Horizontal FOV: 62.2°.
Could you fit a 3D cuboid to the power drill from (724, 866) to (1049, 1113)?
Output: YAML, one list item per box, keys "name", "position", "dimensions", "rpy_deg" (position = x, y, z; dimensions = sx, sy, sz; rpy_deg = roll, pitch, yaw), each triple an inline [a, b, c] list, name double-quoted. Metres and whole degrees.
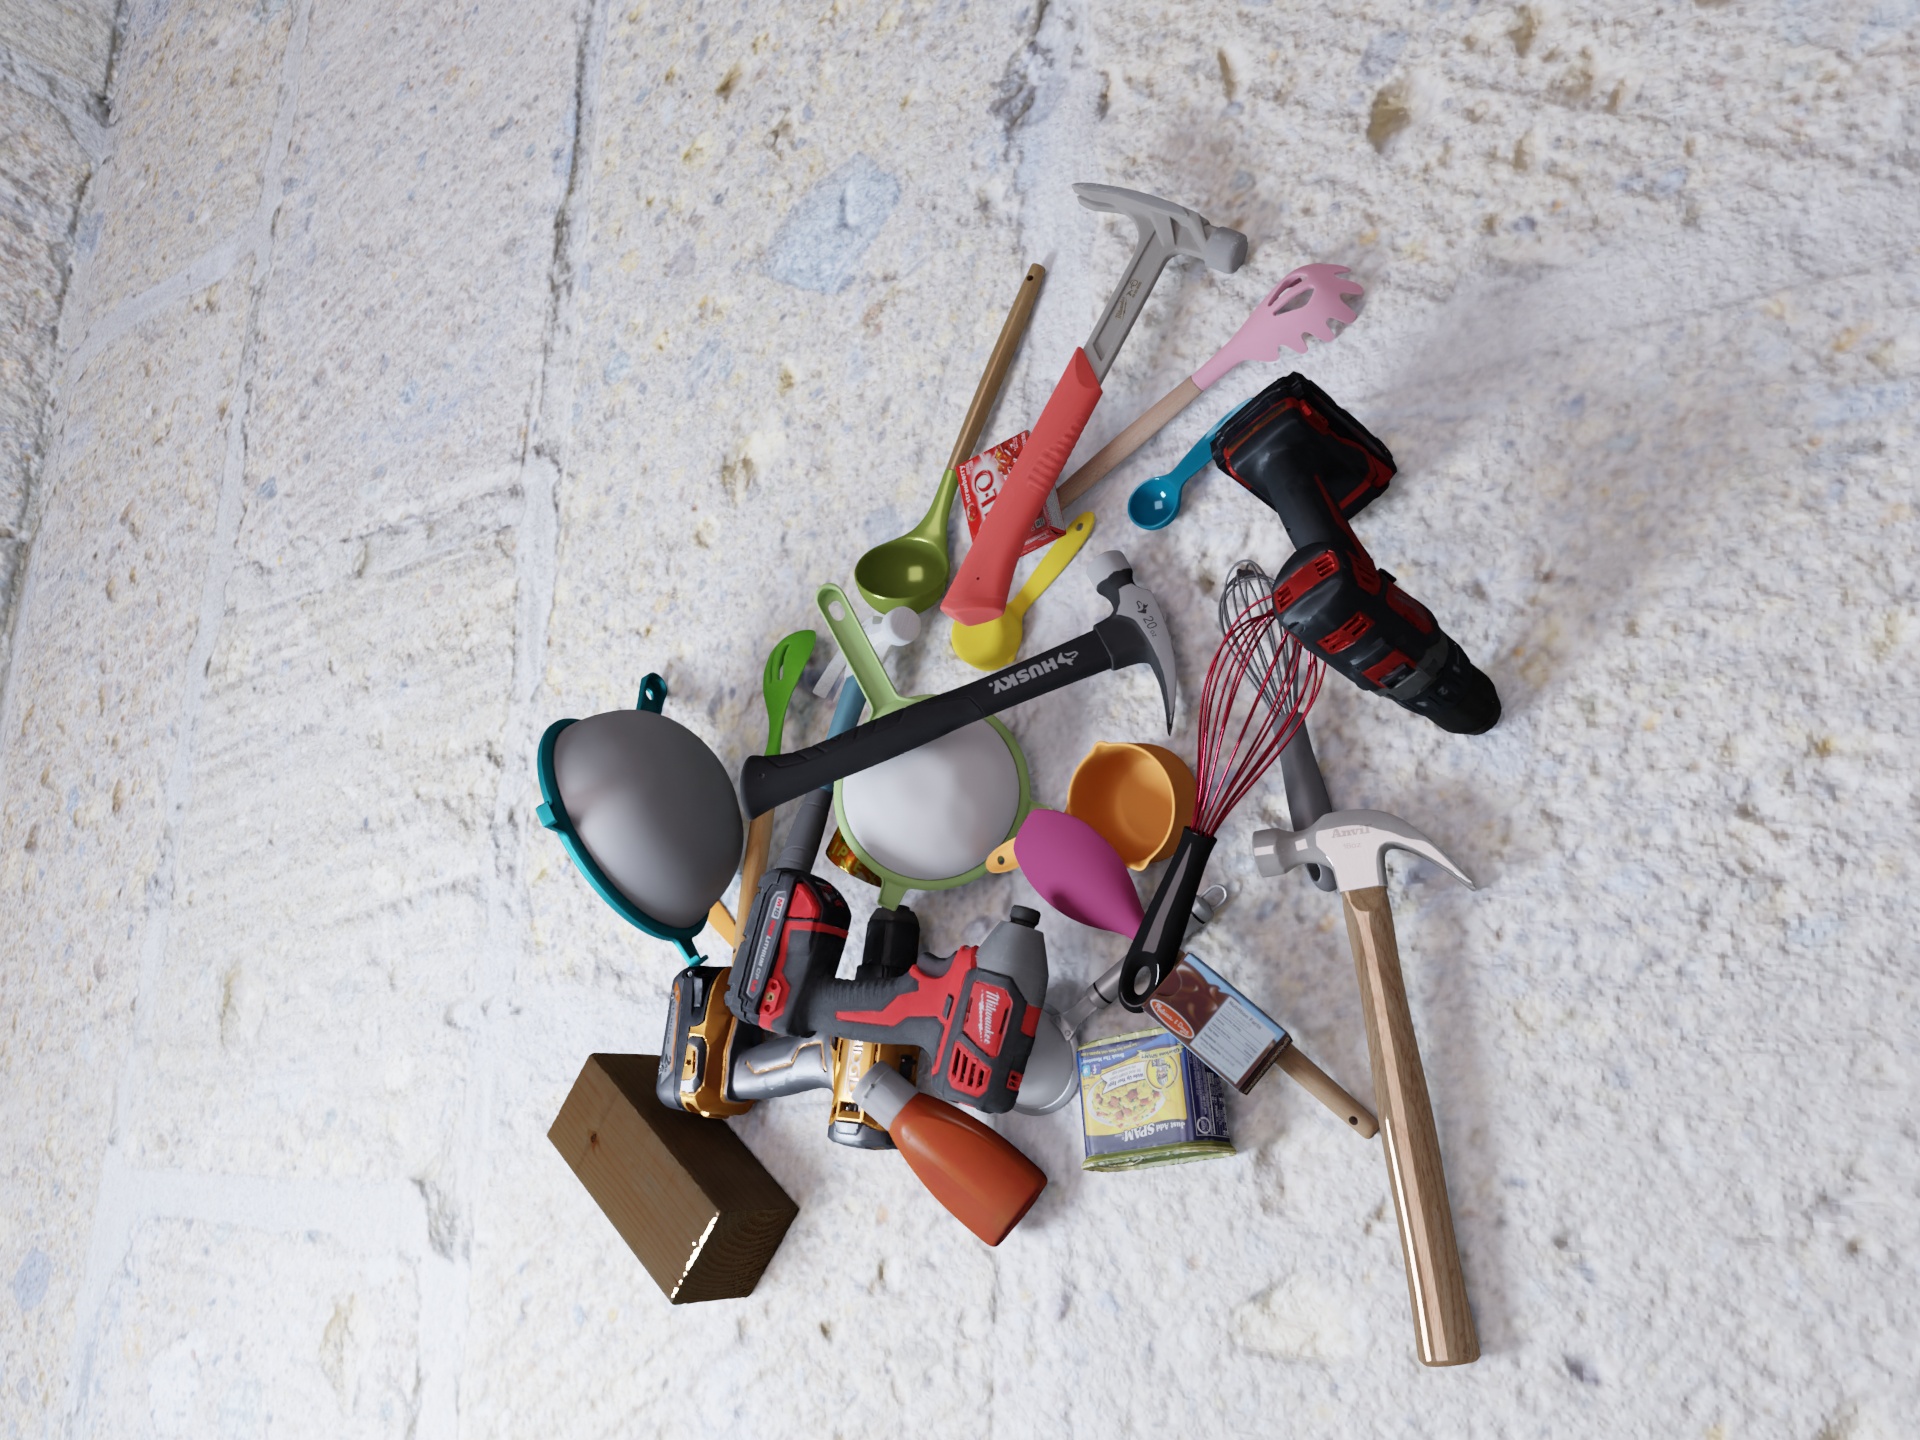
- name: "power drill"
  position: [-0.045, 0.181, 1.132]
  dimensions: [0.220, 0.078, 0.143]
  rpy_deg: [14, 82, 22]

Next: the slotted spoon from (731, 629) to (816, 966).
- name: "slotted spoon"
  position: [-0.161, 0.057, 1.325]
  dimensions: [0.070, 0.031, 0.314]
  rpy_deg: [-31, 46, 49]

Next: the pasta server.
- name: "pasta server"
  position: [0.163, -0.235, 1.204]
  dimensions: [0.316, 0.040, 0.060]
  rpy_deg: [-38, 57, 29]

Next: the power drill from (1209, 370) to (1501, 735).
- name: "power drill"
  position: [0.257, -0.099, 1.017]
  dimensions: [0.080, 0.187, 0.227]
  rpy_deg: [-40, 38, 29]

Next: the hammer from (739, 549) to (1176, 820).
- name: "hammer"
  position: [-0.002, -0.004, 1.147]
  dimensions: [0.335, 0.035, 0.146]
  rpy_deg: [-22, 63, -6]

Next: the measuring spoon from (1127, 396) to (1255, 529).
- name: "measuring spoon"
  position: [0.179, -0.190, 1.186]
  dimensions: [0.128, 0.021, 0.042]
  rpy_deg: [-44, 54, 9]

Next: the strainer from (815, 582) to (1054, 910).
- name: "strainer"
  position: [-0.048, 0.004, 1.193]
  dimensions: [0.151, 0.069, 0.256]
  rpy_deg: [-28, 81, 0]

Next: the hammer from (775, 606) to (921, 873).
- name: "hammer"
  position: [-0.116, 0.070, 1.265]
  dimensions: [0.128, 0.033, 0.331]
  rpy_deg: [-19, 49, 62]

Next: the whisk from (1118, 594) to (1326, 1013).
- name: "whisk"
  position: [0.165, 0.056, 1.040]
  dimensions: [0.073, 0.073, 0.296]
  rpy_deg: [26, 99, 40]

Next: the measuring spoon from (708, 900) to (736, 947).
- name: "measuring spoon"
  position: [-0.211, 0.176, 1.388]
  dimensions: [0.117, 0.011, 0.021]
  rpy_deg: [44, 105, 38]

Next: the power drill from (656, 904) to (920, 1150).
- name: "power drill"
  position: [-0.127, 0.237, 1.264]
  dimensions: [0.226, 0.084, 0.185]
  rpy_deg: [-3, 73, 34]

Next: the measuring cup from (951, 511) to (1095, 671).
- name: "measuring cup"
  position: [0.049, -0.106, 1.252]
  dimensions: [0.156, 0.029, 0.062]
  rpy_deg: [-51, 53, 16]

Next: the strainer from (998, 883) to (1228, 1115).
- name: "strainer"
  position: [0.091, 0.199, 1.126]
  dimensions: [0.258, 0.050, 0.087]
  rpy_deg: [-44, 70, 17]

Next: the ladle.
- name: "ladle"
  position: [0.000, -0.234, 1.312]
  dimensions: [0.078, 0.062, 0.320]
  rpy_deg: [22, 88, 24]

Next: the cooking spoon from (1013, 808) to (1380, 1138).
- name: "cooking spoon"
  position: [0.151, 0.167, 1.066]
  dimensions: [0.319, 0.017, 0.068]
  rpy_deg: [40, 116, 28]

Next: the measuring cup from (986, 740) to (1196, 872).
- name: "measuring cup"
  position: [0.095, 0.075, 1.147]
  dimensions: [0.173, 0.052, 0.095]
  rpy_deg: [-28, 73, 36]

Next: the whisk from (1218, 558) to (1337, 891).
- name: "whisk"
  position: [0.219, 0.001, 1.079]
  dimensions: [0.055, 0.055, 0.239]
  rpy_deg: [-23, 68, 32]

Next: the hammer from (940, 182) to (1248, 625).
- name: "hammer"
  position: [0.074, -0.238, 1.210]
  dimensions: [0.149, 0.036, 0.359]
  rpy_deg: [26, 85, 23]

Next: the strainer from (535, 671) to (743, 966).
- name: "strainer"
  position: [-0.247, 0.035, 1.357]
  dimensions: [0.095, 0.210, 0.341]
  rpy_deg: [-31, 29, 14]

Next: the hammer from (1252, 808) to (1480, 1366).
- name: "hammer"
  position: [0.270, 0.216, 0.971]
  dimensions: [0.130, 0.031, 0.331]
  rpy_deg: [-13, 73, 19]
